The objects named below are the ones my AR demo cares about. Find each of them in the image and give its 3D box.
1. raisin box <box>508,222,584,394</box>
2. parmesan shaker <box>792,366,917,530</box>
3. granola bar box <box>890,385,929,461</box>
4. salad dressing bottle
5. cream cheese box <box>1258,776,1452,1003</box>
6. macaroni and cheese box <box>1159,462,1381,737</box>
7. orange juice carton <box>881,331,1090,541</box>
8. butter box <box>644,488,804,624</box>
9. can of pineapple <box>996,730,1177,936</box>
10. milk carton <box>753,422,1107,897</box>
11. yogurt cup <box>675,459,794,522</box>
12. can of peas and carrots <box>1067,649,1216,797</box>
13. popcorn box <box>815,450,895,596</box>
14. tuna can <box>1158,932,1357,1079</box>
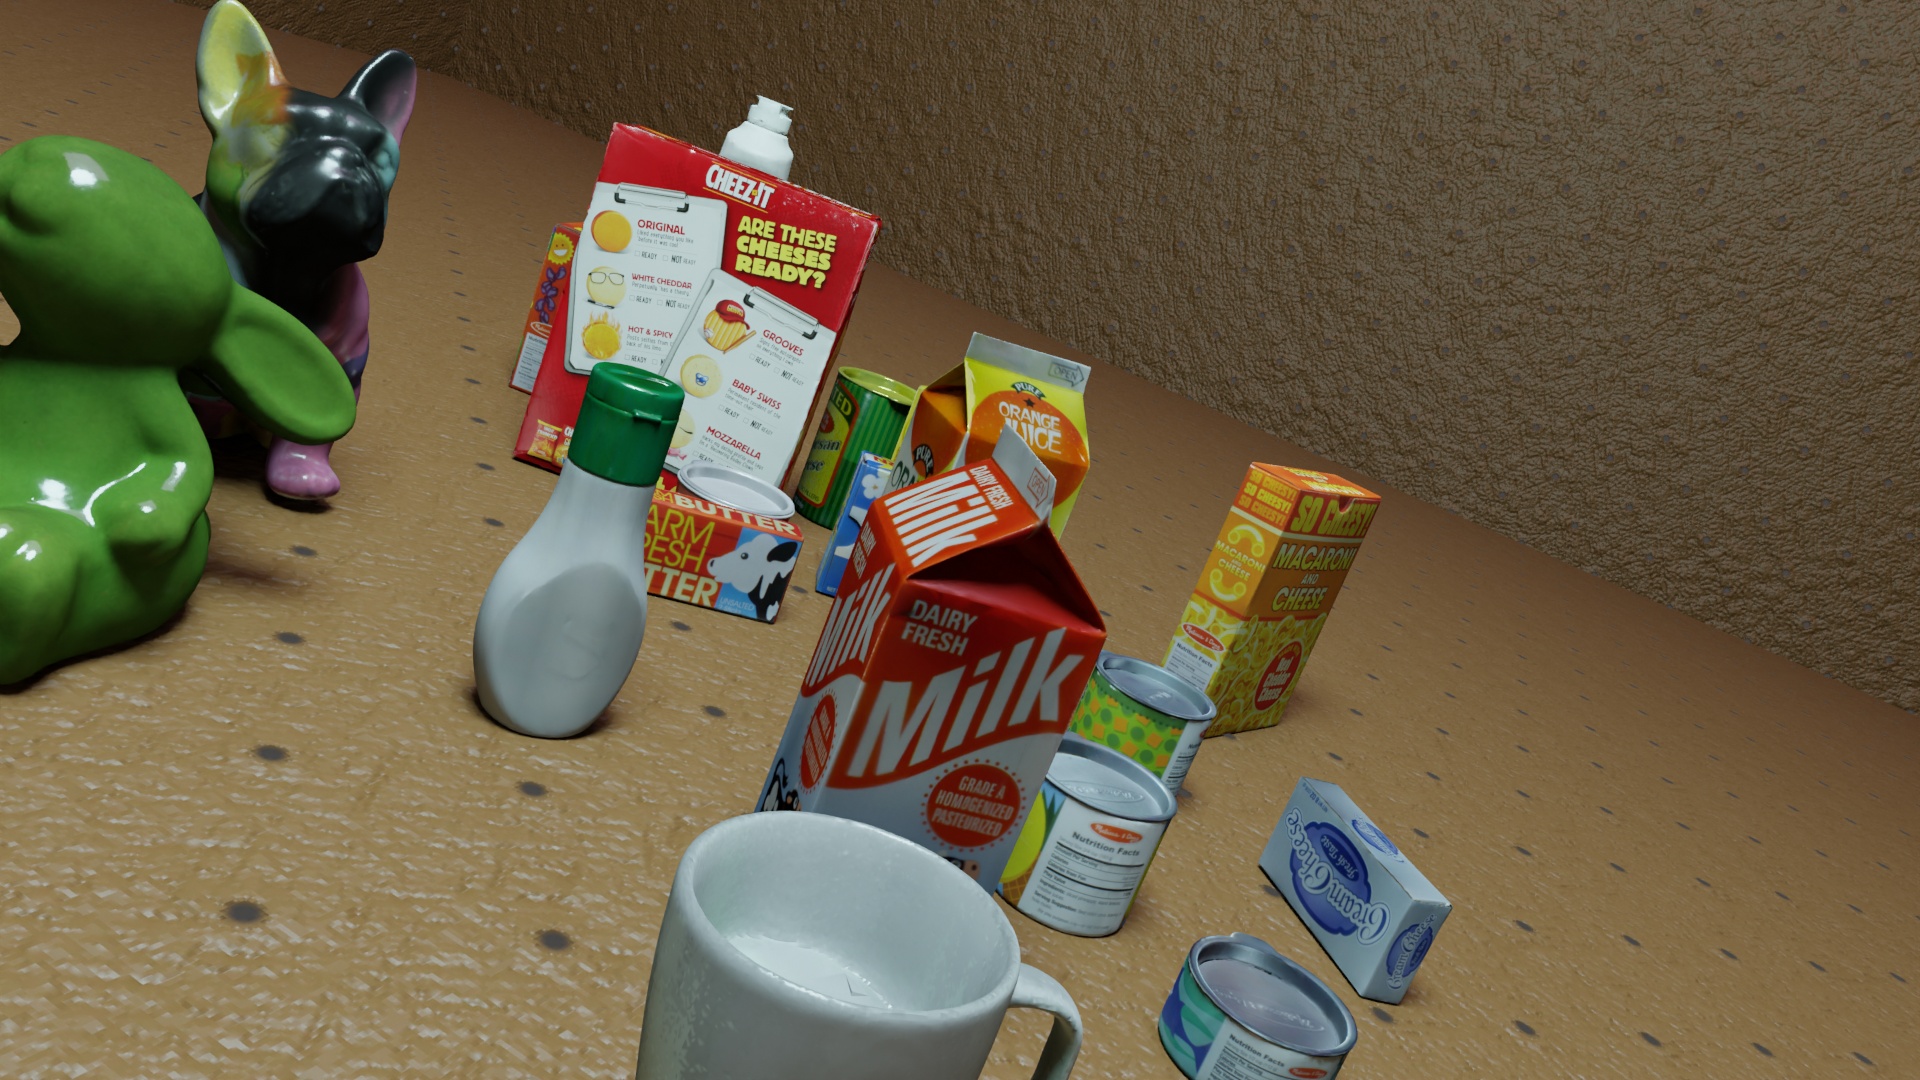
[{"bbox_3d":[-0.279,-0.168,1.013,0.040,0.123,0.086,22,14,2],"label":"raisin box"},{"bbox_3d":[-0.070,-0.060,0.967,0.071,0.102,0.071,20,15,-5],"label":"parmesan shaker"},{"bbox_3d":[0.007,-0.042,0.968,0.039,0.124,0.166,29,16,25],"label":"granola bar box"},{"bbox_3d":[-0.147,0.004,0.548,0.064,0.147,0.044,12,18,-35],"label":"salad dressing bottle"},{"bbox_3d":[0.180,0.159,0.642,0.024,0.053,0.104,16,16,-21],"label":"cream cheese box"},{"bbox_3d":[0.189,0.039,0.857,0.040,0.166,0.124,32,18,34],"label":"macaroni and cheese box"},{"bbox_3d":[0.003,-0.009,0.714,0.072,0.192,0.073,15,16,-26],"label":"orange juice carton"},{"bbox_3d":[-0.140,0.006,0.736,0.103,0.053,0.024,16,15,-21],"label":"butter box"},{"bbox_3d":[0.049,0.122,0.583,0.071,0.057,0.071,20,15,-5],"label":"can of pineapple"},{"bbox_3d":[-0.011,0.056,0.473,0.073,0.190,0.072,17,15,-18],"label":"milk carton"},{"bbox_3d":[-0.134,-0.006,0.784,0.072,0.053,0.072,20,15,-5],"label":"yogurt cup"},{"bbox_3d":[0.088,0.098,0.717,0.071,0.058,0.071,20,15,-5],"label":"can of peas and carrots"},{"bbox_3d":[-0.015,0.007,0.844,0.127,0.085,0.038,18,15,-12],"label":"popcorn box"},{"bbox_3d":[0.109,0.179,0.515,0.071,0.032,0.071,20,15,-5],"label":"tuna can"}]
